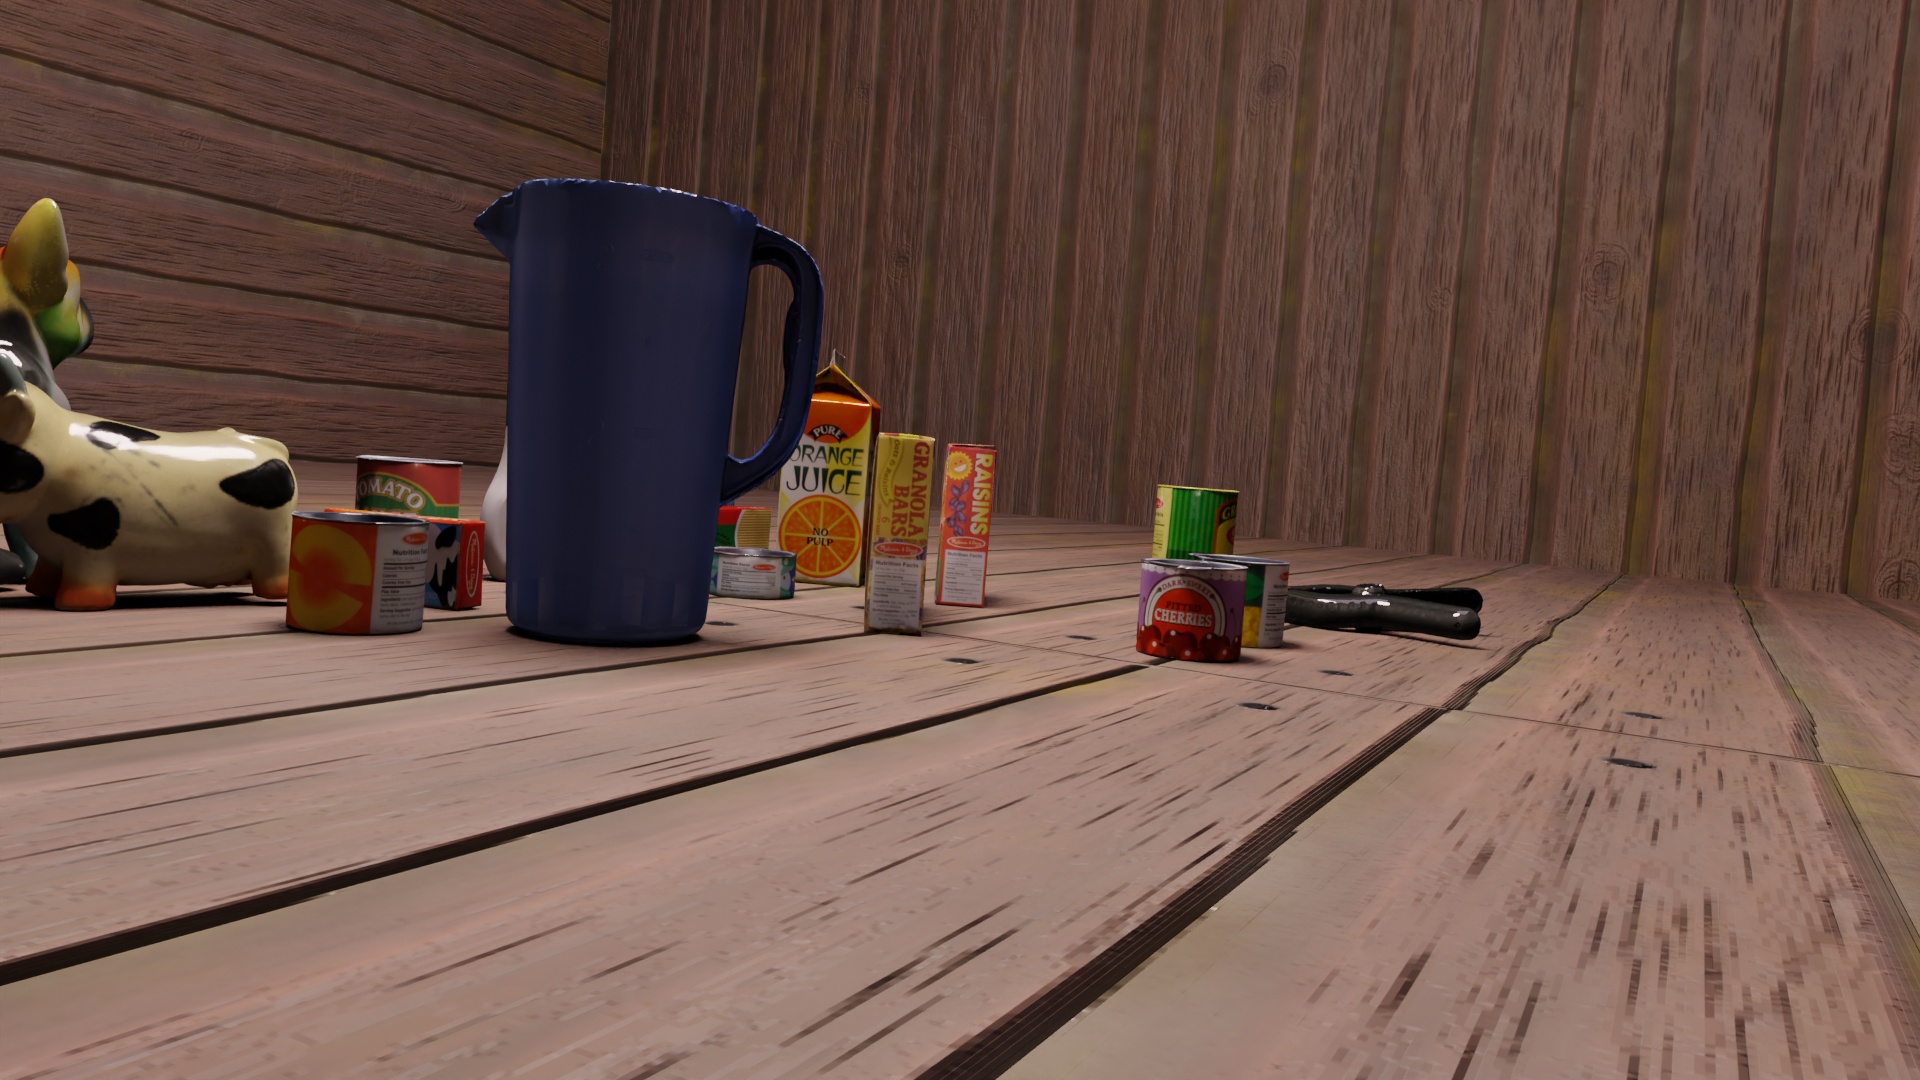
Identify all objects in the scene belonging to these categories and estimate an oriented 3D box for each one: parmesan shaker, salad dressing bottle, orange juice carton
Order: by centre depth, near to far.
[{"bbox_3d":[-0.309,-0.045,0.994,0.064,0.147,0.044,2,3,-40],"label":"salad dressing bottle"},{"bbox_3d":[0.190,0.008,1.138,0.071,0.103,0.071,4,3,0],"label":"parmesan shaker"},{"bbox_3d":[-0.109,-0.062,1.163,0.073,0.192,0.072,5,3,3],"label":"orange juice carton"}]

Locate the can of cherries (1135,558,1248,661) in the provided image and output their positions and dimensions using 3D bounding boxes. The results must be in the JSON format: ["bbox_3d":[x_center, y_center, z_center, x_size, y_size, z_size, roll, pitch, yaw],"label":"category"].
[{"bbox_3d":[0.143,0.043,0.864,0.071,0.058,0.071,4,3,0],"label":"can of cherries"}]

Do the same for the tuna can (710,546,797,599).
[{"bbox_3d":[-0.154,0.023,1.020,0.071,0.033,0.071,4,3,0],"label":"tuna can"}]

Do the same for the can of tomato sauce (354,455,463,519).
[{"bbox_3d":[-0.373,-0.014,0.933,0.071,0.083,0.071,4,3,0],"label":"can of tomato sauce"}]

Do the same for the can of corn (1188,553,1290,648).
[{"bbox_3d":[0.189,0.041,0.959,0.071,0.058,0.071,4,3,0],"label":"can of corn"}]

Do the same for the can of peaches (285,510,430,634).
[{"bbox_3d":[-0.314,0.016,0.719,0.071,0.058,0.071,4,3,0],"label":"can of peaches"}]

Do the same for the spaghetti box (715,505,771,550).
[{"bbox_3d":[-0.256,-0.006,1.249,0.028,0.050,0.250,6,4,28],"label":"spaghetti box"}]

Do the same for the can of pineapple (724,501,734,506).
[{"bbox_3d":[-0.254,-0.016,1.353,0.071,0.058,0.071,4,3,0],"label":"can of pineapple"}]

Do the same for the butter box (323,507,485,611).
[{"bbox_3d":[-0.335,0.010,0.832,0.103,0.053,0.024,5,3,19],"label":"butter box"}]

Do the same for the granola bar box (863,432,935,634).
[{"bbox_3d":[-0.042,-0.009,0.933,0.039,0.124,0.165,4,3,-3],"label":"granola bar box"}]

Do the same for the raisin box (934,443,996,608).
[{"bbox_3d":[0.004,-0.014,1.086,0.040,0.123,0.086,4,3,-1],"label":"raisin box"}]
